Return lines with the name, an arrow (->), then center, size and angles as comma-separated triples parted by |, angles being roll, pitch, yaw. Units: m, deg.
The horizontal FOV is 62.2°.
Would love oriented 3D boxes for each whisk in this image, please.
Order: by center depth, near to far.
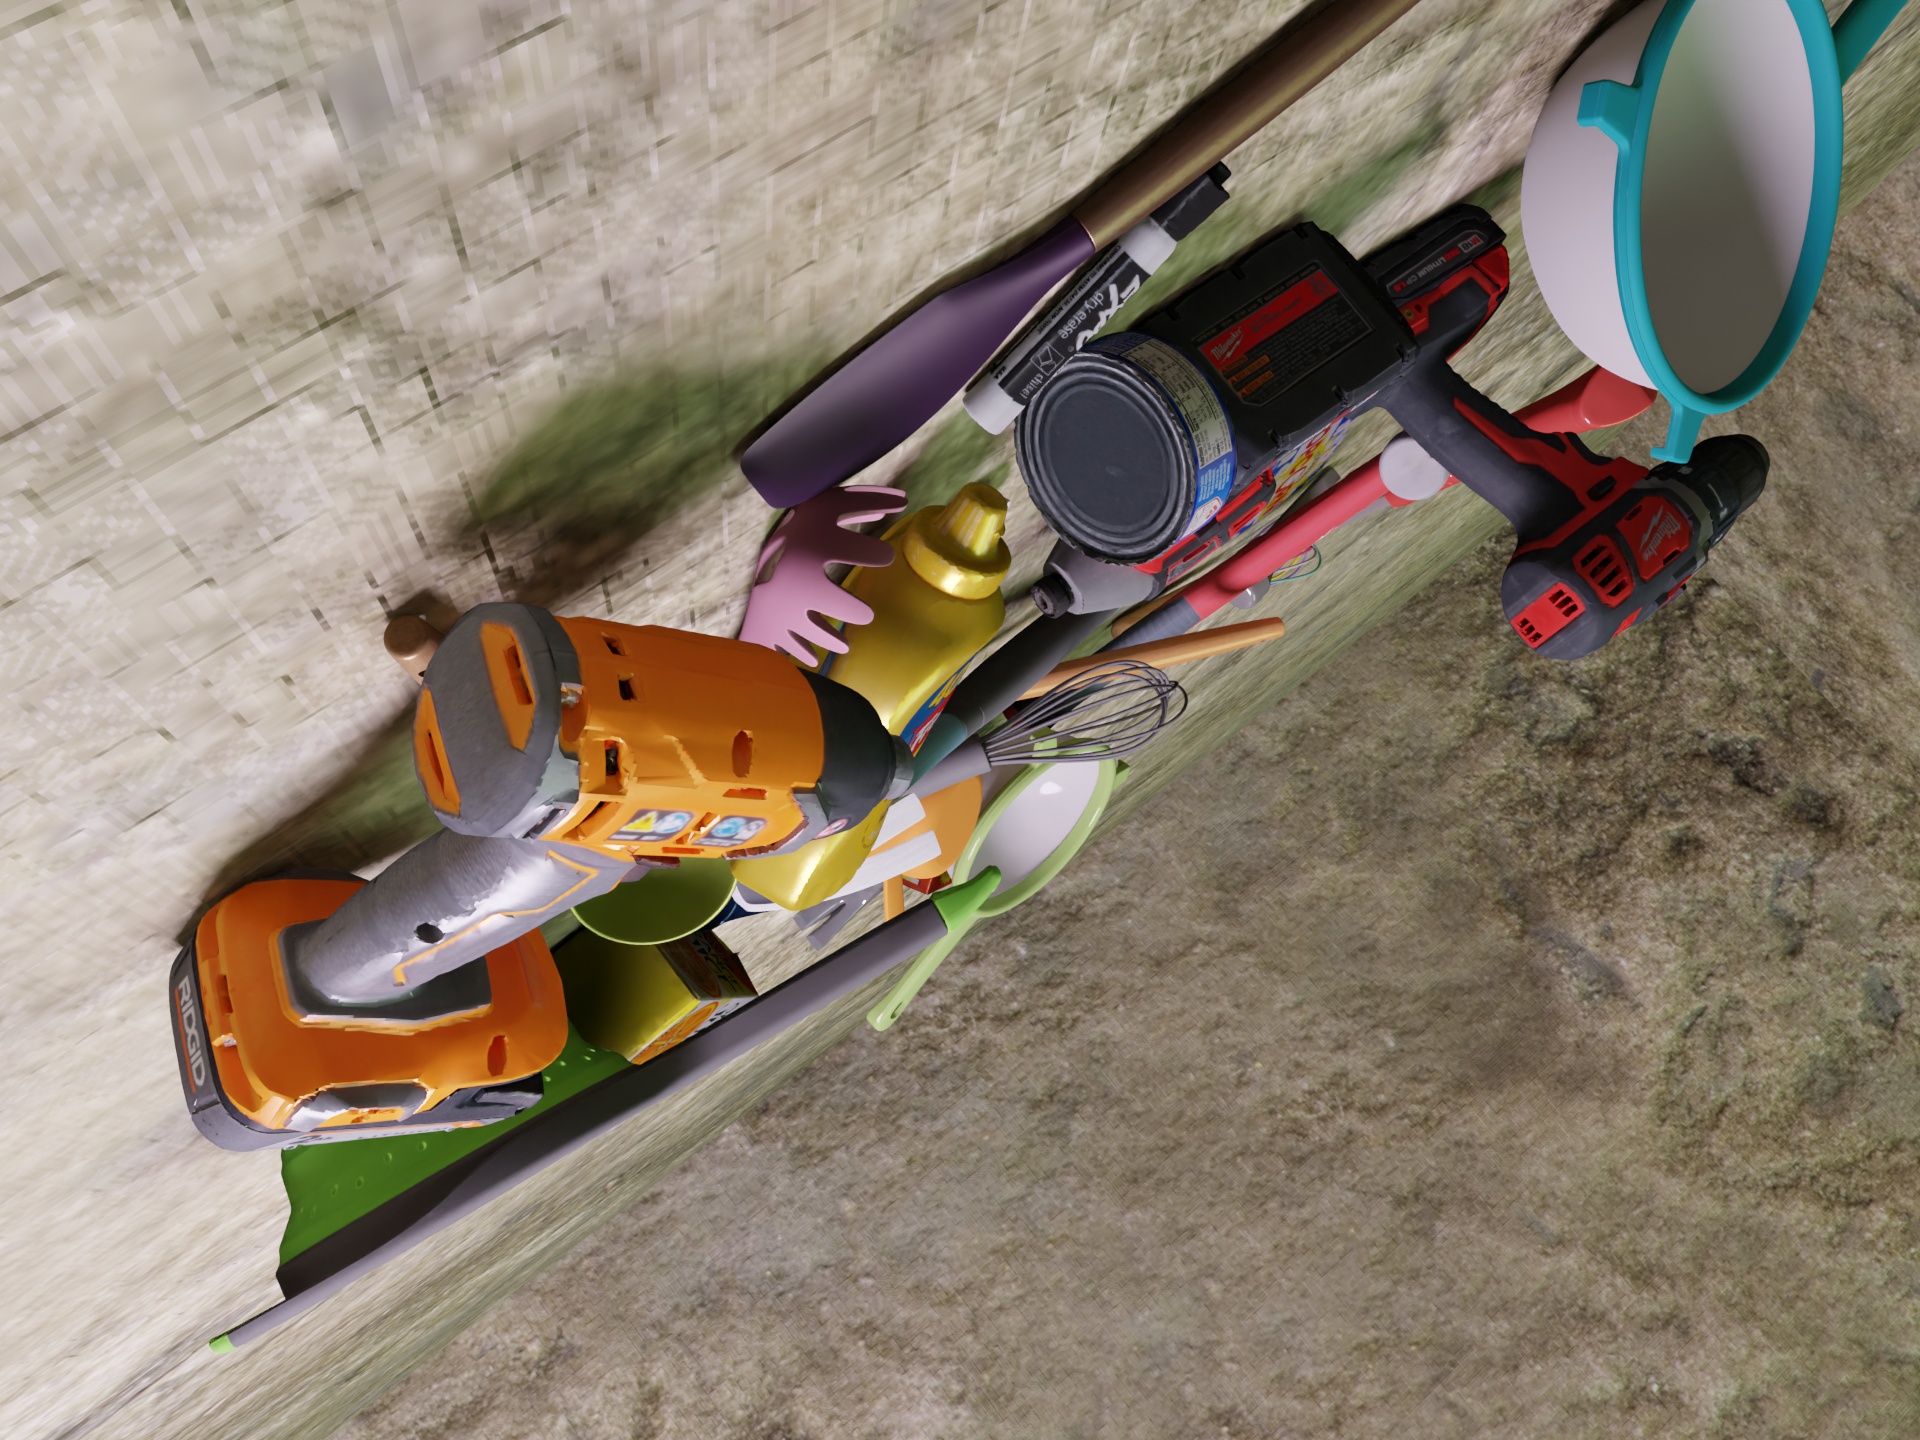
whisk -> 0.012, 0.021, 0.888 | 0.239, 0.055, 0.055 | -20, 169, 0
whisk -> 0.202, -0.103, 1.232 | 0.245, 0.051, 0.047 | -27, 170, -37

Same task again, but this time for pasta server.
pasta server -> -0.088, -0.004, 0.658 | 0.316, 0.040, 0.060 | 128, -22, -58

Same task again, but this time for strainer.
strainer -> 0.377, -0.300, 0.799 | 0.095, 0.210, 0.340 | 14, -127, 47
strainer -> 0.002, 0.099, 1.104 | 0.256, 0.069, 0.151 | -52, 152, 9

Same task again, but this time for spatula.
spatula -> 0.059, -0.170, 0.509 | 0.316, 0.018, 0.059 | -38, 160, 1
spatula -> 0.053, -0.015, 0.943 | 0.322, 0.041, 0.081 | -14, 161, -17

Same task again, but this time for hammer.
hammer -> -0.001, -0.003, 0.841 | 0.128, 0.033, 0.331 | -4, -153, 42
hammer -> 0.169, -0.090, 1.035 | 0.386, 0.038, 0.143 | -36, -175, 39
hammer -> 0.313, -0.167, 1.051 | 0.149, 0.036, 0.359 | -44, -171, -24
hammer -> -0.109, 0.119, 1.118 | 0.144, 0.035, 0.405 | -41, 170, 7

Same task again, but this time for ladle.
ladle -> -0.140, 0.030, 0.579 | 0.078, 0.062, 0.320 | -23, 165, -4

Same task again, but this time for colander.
colander -> -0.169, 0.141, 0.743 | 0.397, 0.094, 0.204 | -29, 173, -9

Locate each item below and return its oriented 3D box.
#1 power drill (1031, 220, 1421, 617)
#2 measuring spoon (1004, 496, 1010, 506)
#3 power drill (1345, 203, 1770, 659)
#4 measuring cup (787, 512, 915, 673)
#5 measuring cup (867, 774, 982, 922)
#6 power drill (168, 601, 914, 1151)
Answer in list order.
power drill -> 0.109, -0.122, 0.746 | 0.143, 0.078, 0.219 | -35, 172, -18
measuring spoon -> -0.018, -0.053, 0.706 | 0.124, 0.018, 0.034 | -54, 179, 27
power drill -> 0.305, -0.157, 0.831 | 0.188, 0.227, 0.080 | -33, 168, -26
measuring cup -> -0.049, -0.033, 0.685 | 0.062, 0.029, 0.156 | -30, 168, -41
measuring cup -> -0.023, 0.089, 1.007 | 0.095, 0.052, 0.173 | -45, 144, -46
power drill -> -0.127, 0.052, 0.499 | 0.226, 0.084, 0.164 | -39, 152, 30
